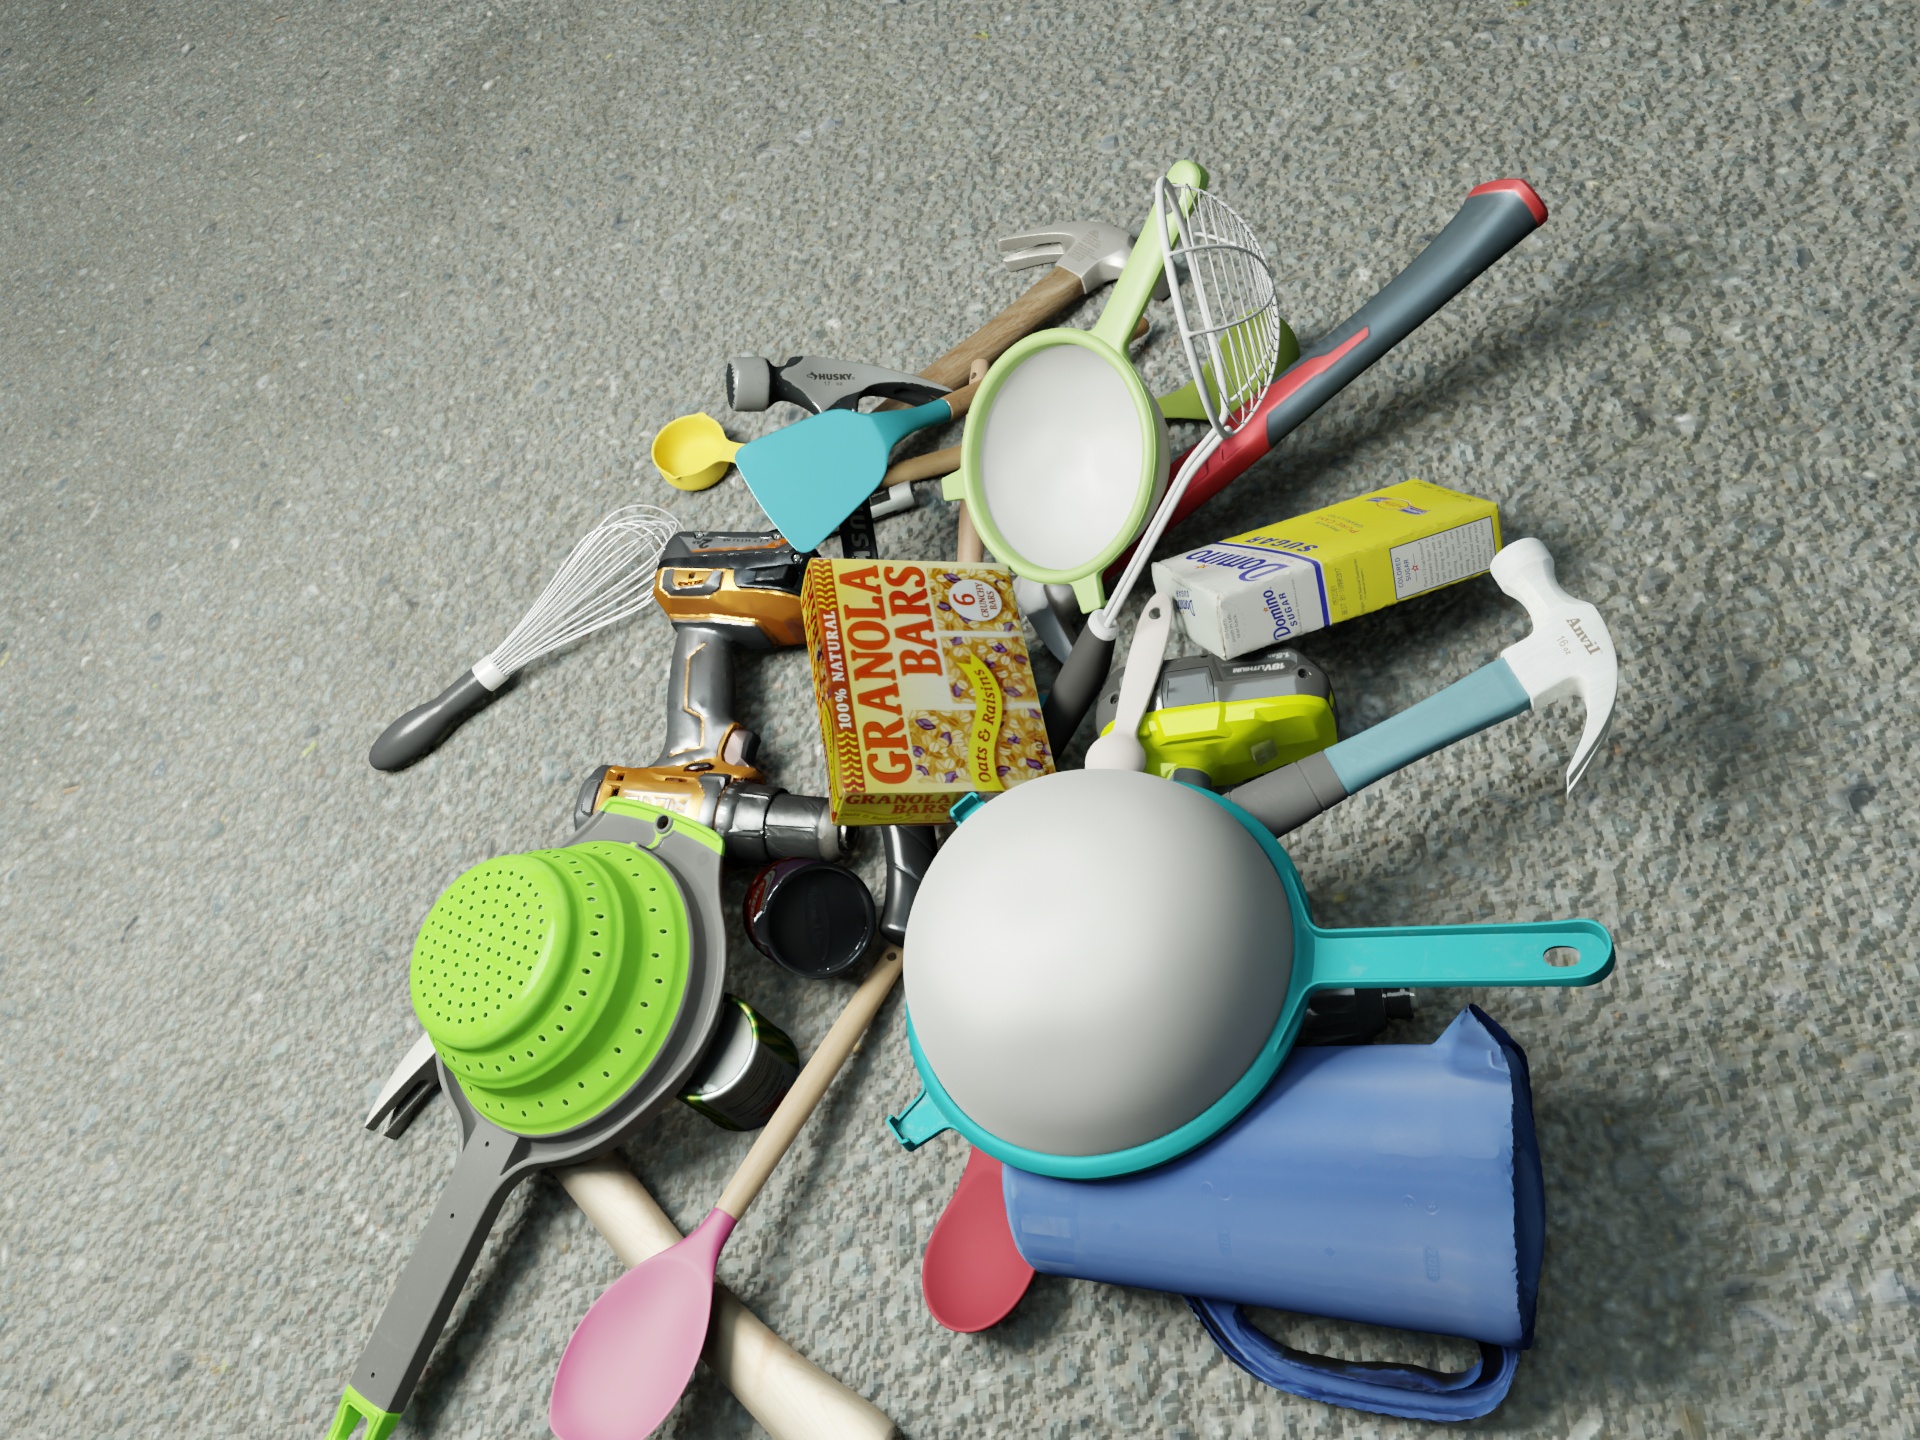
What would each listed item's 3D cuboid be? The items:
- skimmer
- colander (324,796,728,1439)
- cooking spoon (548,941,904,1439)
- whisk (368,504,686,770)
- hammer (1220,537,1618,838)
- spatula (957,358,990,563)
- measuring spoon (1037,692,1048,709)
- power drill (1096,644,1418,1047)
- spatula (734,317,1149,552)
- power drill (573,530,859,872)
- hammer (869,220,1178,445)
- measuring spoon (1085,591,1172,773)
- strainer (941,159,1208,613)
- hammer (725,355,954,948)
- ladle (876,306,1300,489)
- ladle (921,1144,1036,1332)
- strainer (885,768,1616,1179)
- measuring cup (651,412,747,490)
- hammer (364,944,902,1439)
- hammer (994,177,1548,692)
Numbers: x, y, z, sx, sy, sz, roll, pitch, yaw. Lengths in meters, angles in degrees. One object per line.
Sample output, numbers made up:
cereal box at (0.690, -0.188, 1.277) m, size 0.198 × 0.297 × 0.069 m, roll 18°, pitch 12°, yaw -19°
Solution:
skimmer at (0.074, -0.107, 0.858) m, size 0.090 × 0.363 × 0.127 m, roll 19°, pitch 38°, yaw -8°
colander at (-0.274, 0.214, 0.884) m, size 0.205 × 0.094 × 0.397 m, roll 15°, pitch 74°, yaw 35°
cooking spoon at (-0.113, 0.248, 0.867) m, size 0.069 × 0.017 × 0.319 m, roll 22°, pitch 59°, yaw 23°
whisk at (-0.312, -0.054, 1.144) m, size 0.284 × 0.070 × 0.070 m, roll -38°, pitch 54°, yaw 3°
hammer at (0.180, 0.033, 0.818) m, size 0.331 × 0.033 × 0.128 m, roll -28°, pitch 60°, yaw 7°
spatula at (0.008, -0.099, 1.035) m, size 0.060 × 0.018 × 0.316 m, roll -15°, pitch 62°, yaw 38°
measuring spoon at (-0.002, -0.003, 0.961) m, size 0.128 × 0.021 × 0.042 m, roll -2°, pitch 56°, yaw -27°
power drill at (0.152, 0.078, 0.868) m, size 0.171 × 0.080 × 0.223 m, roll -8°, pitch 62°, yaw 17°
spatula at (0.005, -0.208, 1.046) m, size 0.317 × 0.044 × 0.082 m, roll -29°, pitch 76°, yaw -29°
power drill at (-0.137, -0.008, 1.031) m, size 0.185 × 0.084 × 0.226 m, roll 3°, pitch 66°, yaw 21°
hammer at (-0.005, -0.250, 1.132) m, size 0.331 × 0.031 × 0.130 m, roll -41°, pitch 52°, yaw -14°
measuring spoon at (0.095, -0.020, 0.881) m, size 0.034 × 0.018 × 0.124 m, roll 6°, pitch 67°, yaw 30°
strainer at (0.095, -0.201, 0.941) m, size 0.152 × 0.069 × 0.256 m, roll 43°, pitch 120°, yaw 33°
hammer at (-0.050, -0.053, 0.994) m, size 0.149 × 0.036 × 0.409 m, roll -4°, pitch 68°, yaw -17°
ladle at (0.072, -0.207, 1.081) m, size 0.320 × 0.062 × 0.078 m, roll -12°, pitch 54°, yaw 18°
ladle at (0.014, 0.179, 0.889) m, size 0.069 × 0.031 × 0.316 m, roll -15°, pitch 54°, yaw 24°
strainer at (0.109, 0.093, 0.719) m, size 0.340 × 0.095 × 0.211 m, roll -6°, pitch 55°, yaw 27°
measuring cup at (-0.154, -0.189, 1.183) m, size 0.156 × 0.029 × 0.062 m, roll 12°, pitch 65°, yaw 14°
hammer at (-0.186, 0.295, 0.892) m, size 0.411 × 0.038 × 0.146 m, roll 36°, pitch 80°, yaw 34°
hammer at (0.195, -0.175, 0.965) m, size 0.386 × 0.038 × 0.143 m, roll -39°, pitch 54°, yaw 15°
